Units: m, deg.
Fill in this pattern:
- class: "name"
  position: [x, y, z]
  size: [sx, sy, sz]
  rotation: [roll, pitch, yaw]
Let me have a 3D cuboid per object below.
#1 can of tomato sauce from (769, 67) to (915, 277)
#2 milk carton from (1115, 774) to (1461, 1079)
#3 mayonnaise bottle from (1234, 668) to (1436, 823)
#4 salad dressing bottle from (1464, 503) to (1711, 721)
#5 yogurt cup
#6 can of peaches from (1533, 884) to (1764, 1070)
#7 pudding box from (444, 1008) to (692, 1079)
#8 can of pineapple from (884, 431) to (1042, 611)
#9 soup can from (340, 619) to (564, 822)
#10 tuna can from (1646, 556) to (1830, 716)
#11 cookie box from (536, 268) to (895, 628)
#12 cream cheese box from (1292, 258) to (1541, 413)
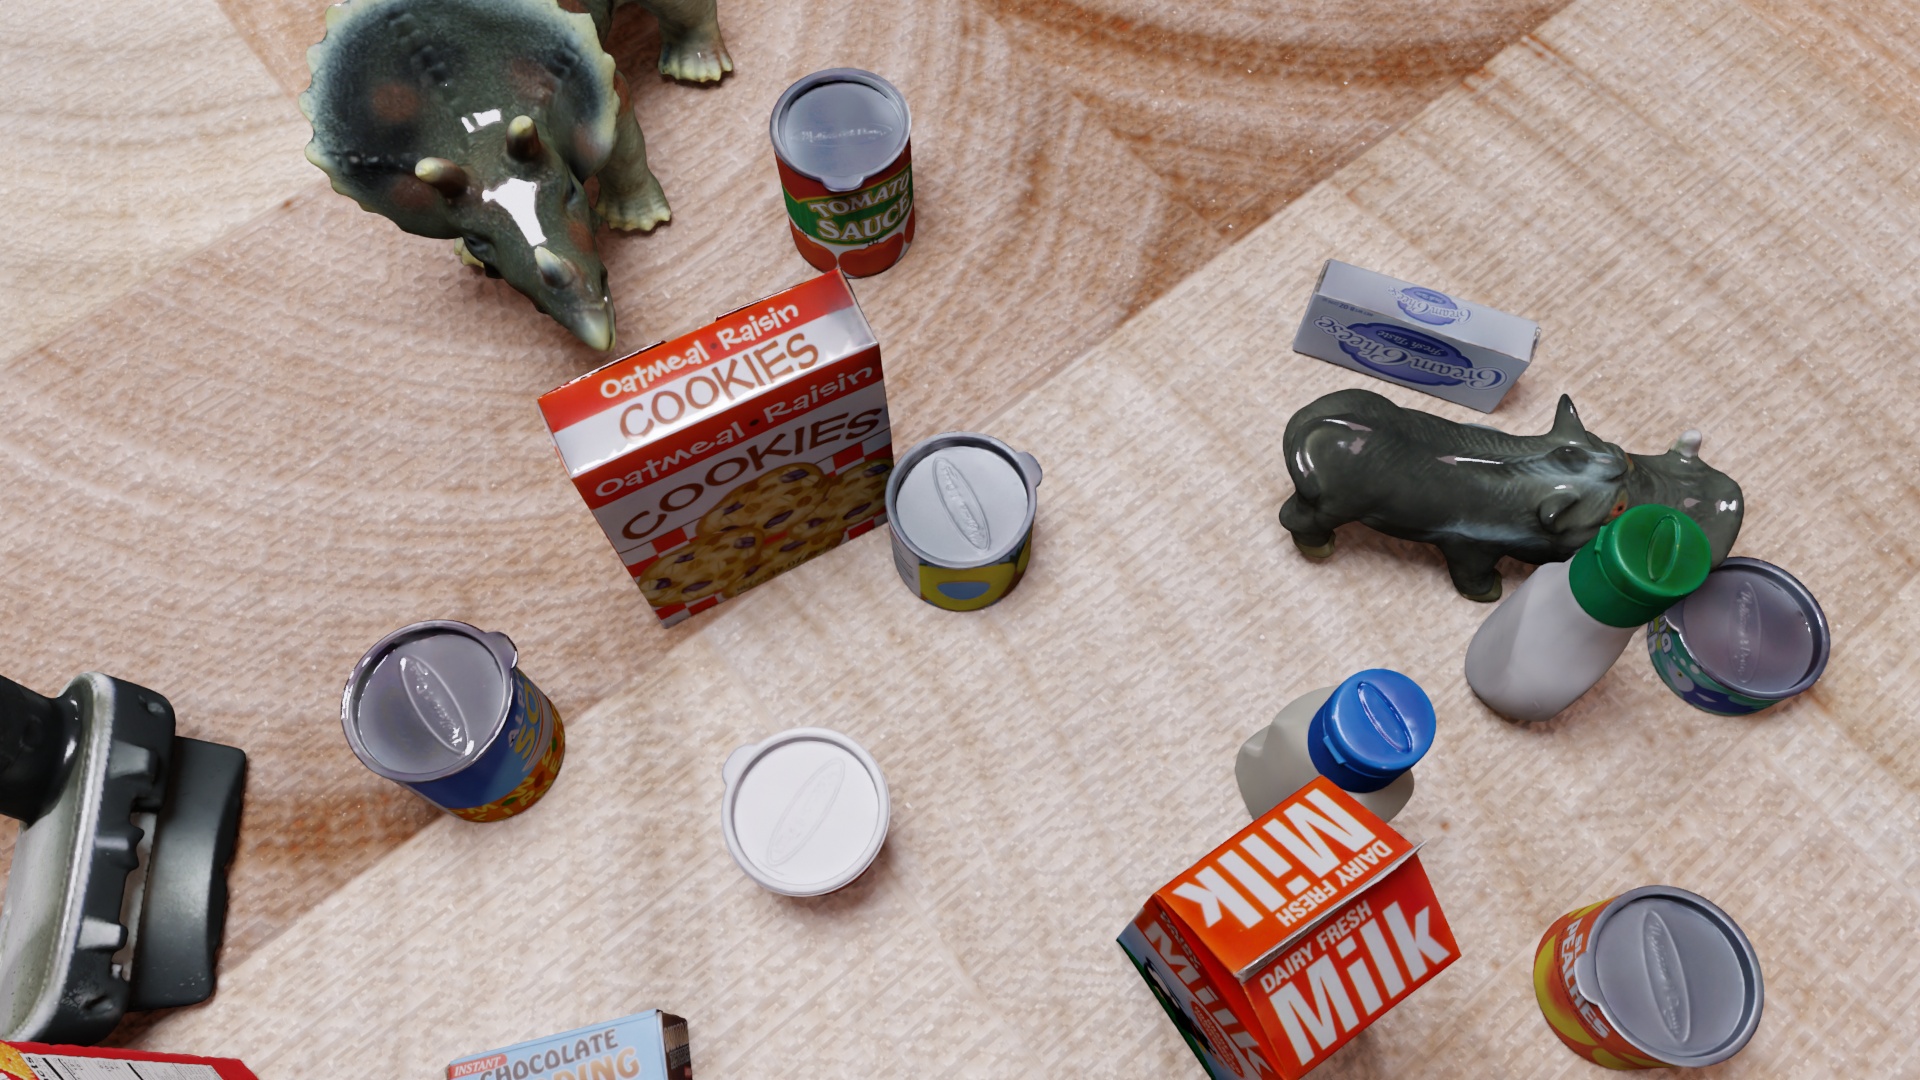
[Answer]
- class: "can of tomato sauce"
  position: [-0.055, -0.178, 0.686]
  size: [0.071, 0.082, 0.071]
  rotation: [0, 68, 0]
- class: "milk carton"
  position: [0.112, 0.142, 0.493]
  size: [0.072, 0.189, 0.073]
  rotation: [-32, 71, -12]
- class: "mayonnaise bottle"
  position: [0.145, 0.088, 0.539]
  size: [0.041, 0.147, 0.065]
  rotation: [-27, 70, -10]
- class: "salad dressing bottle"
  position: [0.250, 0.031, 0.563]
  size: [0.044, 0.147, 0.064]
  rotation: [23, 70, 9]
- class: "yogurt cup"
  position: [-0.062, 0.117, 0.578]
  size: [0.072, 0.053, 0.072]
  rotation: [0, 67, 0]
- class: "can of peaches"
  position: [0.268, 0.174, 0.551]
  size: [0.071, 0.058, 0.071]
  rotation: [0, 67, 0]
- class: "pudding box"
  position: [-0.151, 0.208, 0.542]
  size: [0.084, 0.049, 0.030]
  rotation: [-12, 68, -5]
- class: "can of pineapple"
  position: [0.002, -0.008, 0.628]
  size: [0.071, 0.057, 0.071]
  rotation: [0, 67, 0]
- class: "soup can"
  position: [-0.205, 0.076, 0.579]
  size: [0.071, 0.083, 0.071]
  rotation: [0, 68, 0]
- class: "tuna can"
  position: [0.343, 0.043, 0.620]
  size: [0.071, 0.032, 0.071]
  rotation: [0, 67, 0]
- class: "cookie box"
  position: [-0.092, -0.032, 0.579]
  size: [0.123, 0.166, 0.040]
  rotation: [-26, 70, -10]
- class: "cream cheese box"
  position: [0.217, -0.098, 0.668]
  size: [0.104, 0.053, 0.024]
  rotation: [19, 69, 8]
